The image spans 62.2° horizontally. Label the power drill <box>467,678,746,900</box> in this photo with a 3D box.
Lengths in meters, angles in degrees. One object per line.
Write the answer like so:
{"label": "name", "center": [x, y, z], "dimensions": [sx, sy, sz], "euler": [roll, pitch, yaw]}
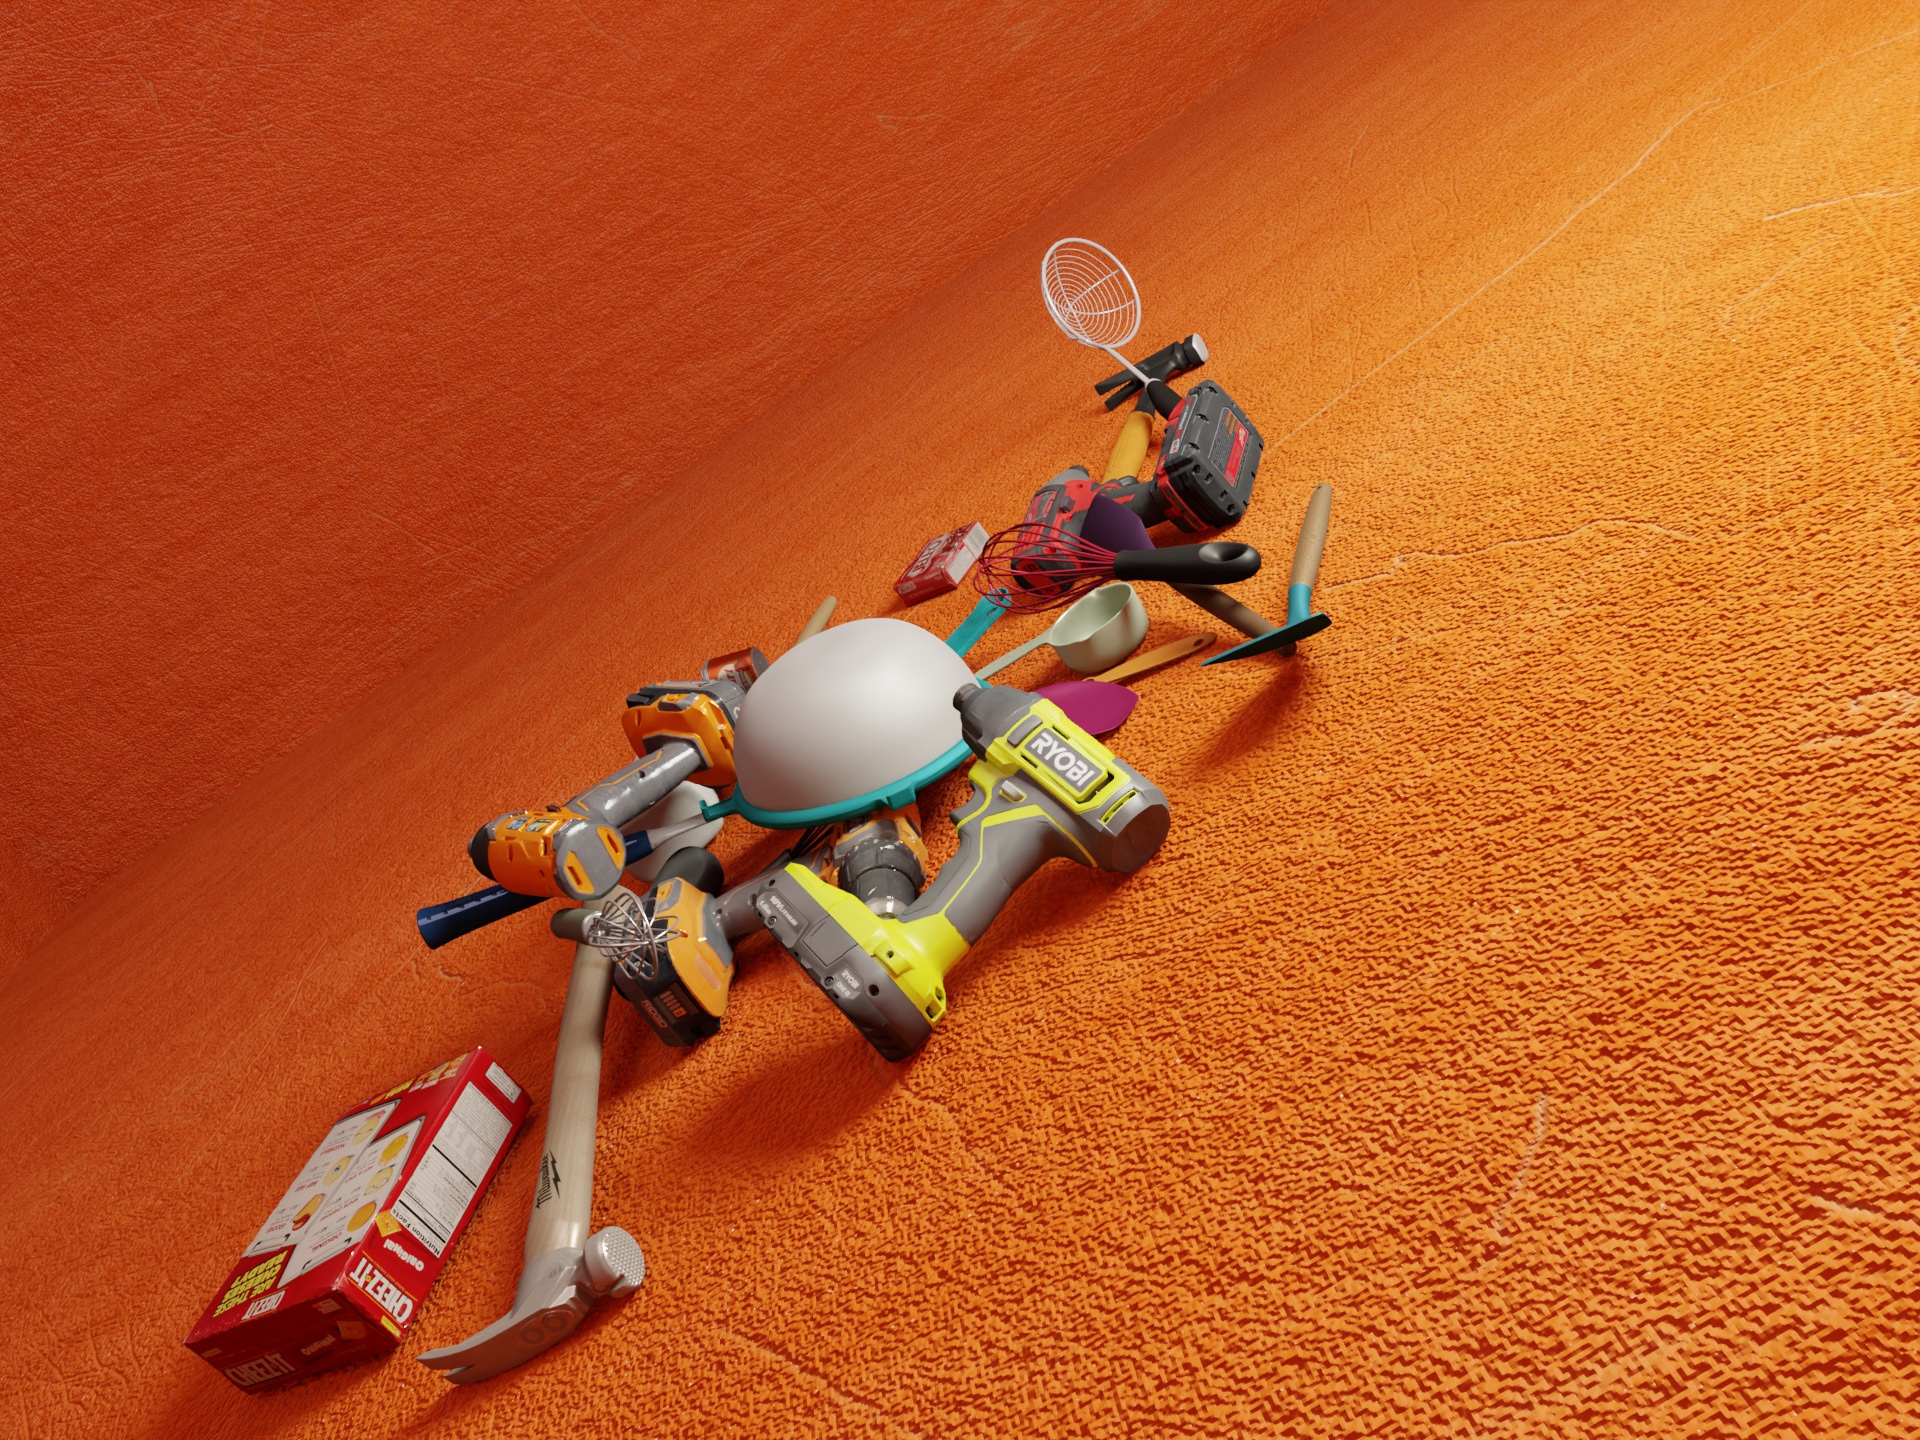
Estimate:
{"label": "power drill", "center": [-0.280, 0.057, 1.262], "dimensions": [0.164, 0.084, 0.226], "euler": [0, 33, 41]}

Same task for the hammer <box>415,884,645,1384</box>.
{"label": "hammer", "center": [-0.268, 0.250, 1.079], "dimensions": [0.146, 0.038, 0.411], "euler": [-33, 28, 12]}

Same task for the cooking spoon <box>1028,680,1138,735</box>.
{"label": "cooking spoon", "center": [-0.002, -0.004, 1.217], "dimensions": [0.319, 0.017, 0.069], "euler": [0, 37, 40]}

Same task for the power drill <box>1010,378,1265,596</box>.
{"label": "power drill", "center": [0.144, -0.196, 1.363], "dimensions": [0.219, 0.078, 0.143], "euler": [-22, 36, 41]}

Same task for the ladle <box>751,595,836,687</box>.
{"label": "ladle", "center": [-0.156, -0.065, 1.633], "dimensions": [0.078, 0.062, 0.320], "euler": [-31, 15, 17]}

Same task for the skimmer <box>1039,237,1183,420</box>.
{"label": "skimmer", "center": [0.180, -0.379, 1.579], "dimensions": [0.090, 0.127, 0.364], "euler": [-64, 32, 24]}

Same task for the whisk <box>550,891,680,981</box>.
{"label": "whisk", "center": [-0.245, 0.144, 1.091], "dimensions": [0.058, 0.059, 0.246], "euler": [-15, 2, -26]}

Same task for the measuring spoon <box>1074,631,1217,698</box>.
{"label": "measuring spoon", "center": [0.135, -0.039, 1.159], "dimensions": [0.117, 0.011, 0.021], "euler": [-22, 31, 25]}

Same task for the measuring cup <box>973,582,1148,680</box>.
{"label": "measuring cup", "center": [0.072, -0.049, 1.238], "dimensions": [0.167, 0.038, 0.083], "euler": [-28, 22, 25]}

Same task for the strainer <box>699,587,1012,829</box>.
{"label": "strainer", "center": [-0.055, -0.048, 1.209], "dimensions": [0.211, 0.095, 0.340], "euler": [-6, 28, 35]}

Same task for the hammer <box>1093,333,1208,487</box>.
{"label": "hammer", "center": [0.170, -0.289, 1.588], "dimensions": [0.127, 0.034, 0.337], "euler": [-24, 25, 28]}

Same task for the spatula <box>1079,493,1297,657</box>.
{"label": "spatula", "center": [0.159, -0.104, 1.178], "dimensions": [0.316, 0.018, 0.059], "euler": [46, 121, 59]}

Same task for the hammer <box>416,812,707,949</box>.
{"label": "hammer", "center": [-0.242, 0.094, 1.292], "dimensions": [0.405, 0.035, 0.144], "euler": [-22, 22, -6]}

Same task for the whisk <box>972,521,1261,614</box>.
{"label": "whisk", "center": [0.109, -0.115, 1.189], "dimensions": [0.296, 0.073, 0.073], "euler": [5, 46, 51]}

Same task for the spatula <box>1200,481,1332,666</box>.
{"label": "spatula", "center": [0.230, -0.108, 1.084], "dimensions": [0.082, 0.044, 0.318], "euler": [-25, 19, 29]}

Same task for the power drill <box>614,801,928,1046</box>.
{"label": "power drill", "center": [-0.124, 0.138, 1.100], "dimensions": [0.226, 0.084, 0.185], "euler": [-29, 23, 7]}

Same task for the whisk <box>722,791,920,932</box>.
{"label": "whisk", "center": [-0.124, 0.108, 1.209], "dimensions": [0.239, 0.055, 0.055], "euler": [-41, 21, 2]}

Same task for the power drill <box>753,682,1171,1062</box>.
{"label": "power drill", "center": [-0.007, 0.081, 0.967], "dimensions": [0.223, 0.080, 0.171], "euler": [-42, 52, -11]}
